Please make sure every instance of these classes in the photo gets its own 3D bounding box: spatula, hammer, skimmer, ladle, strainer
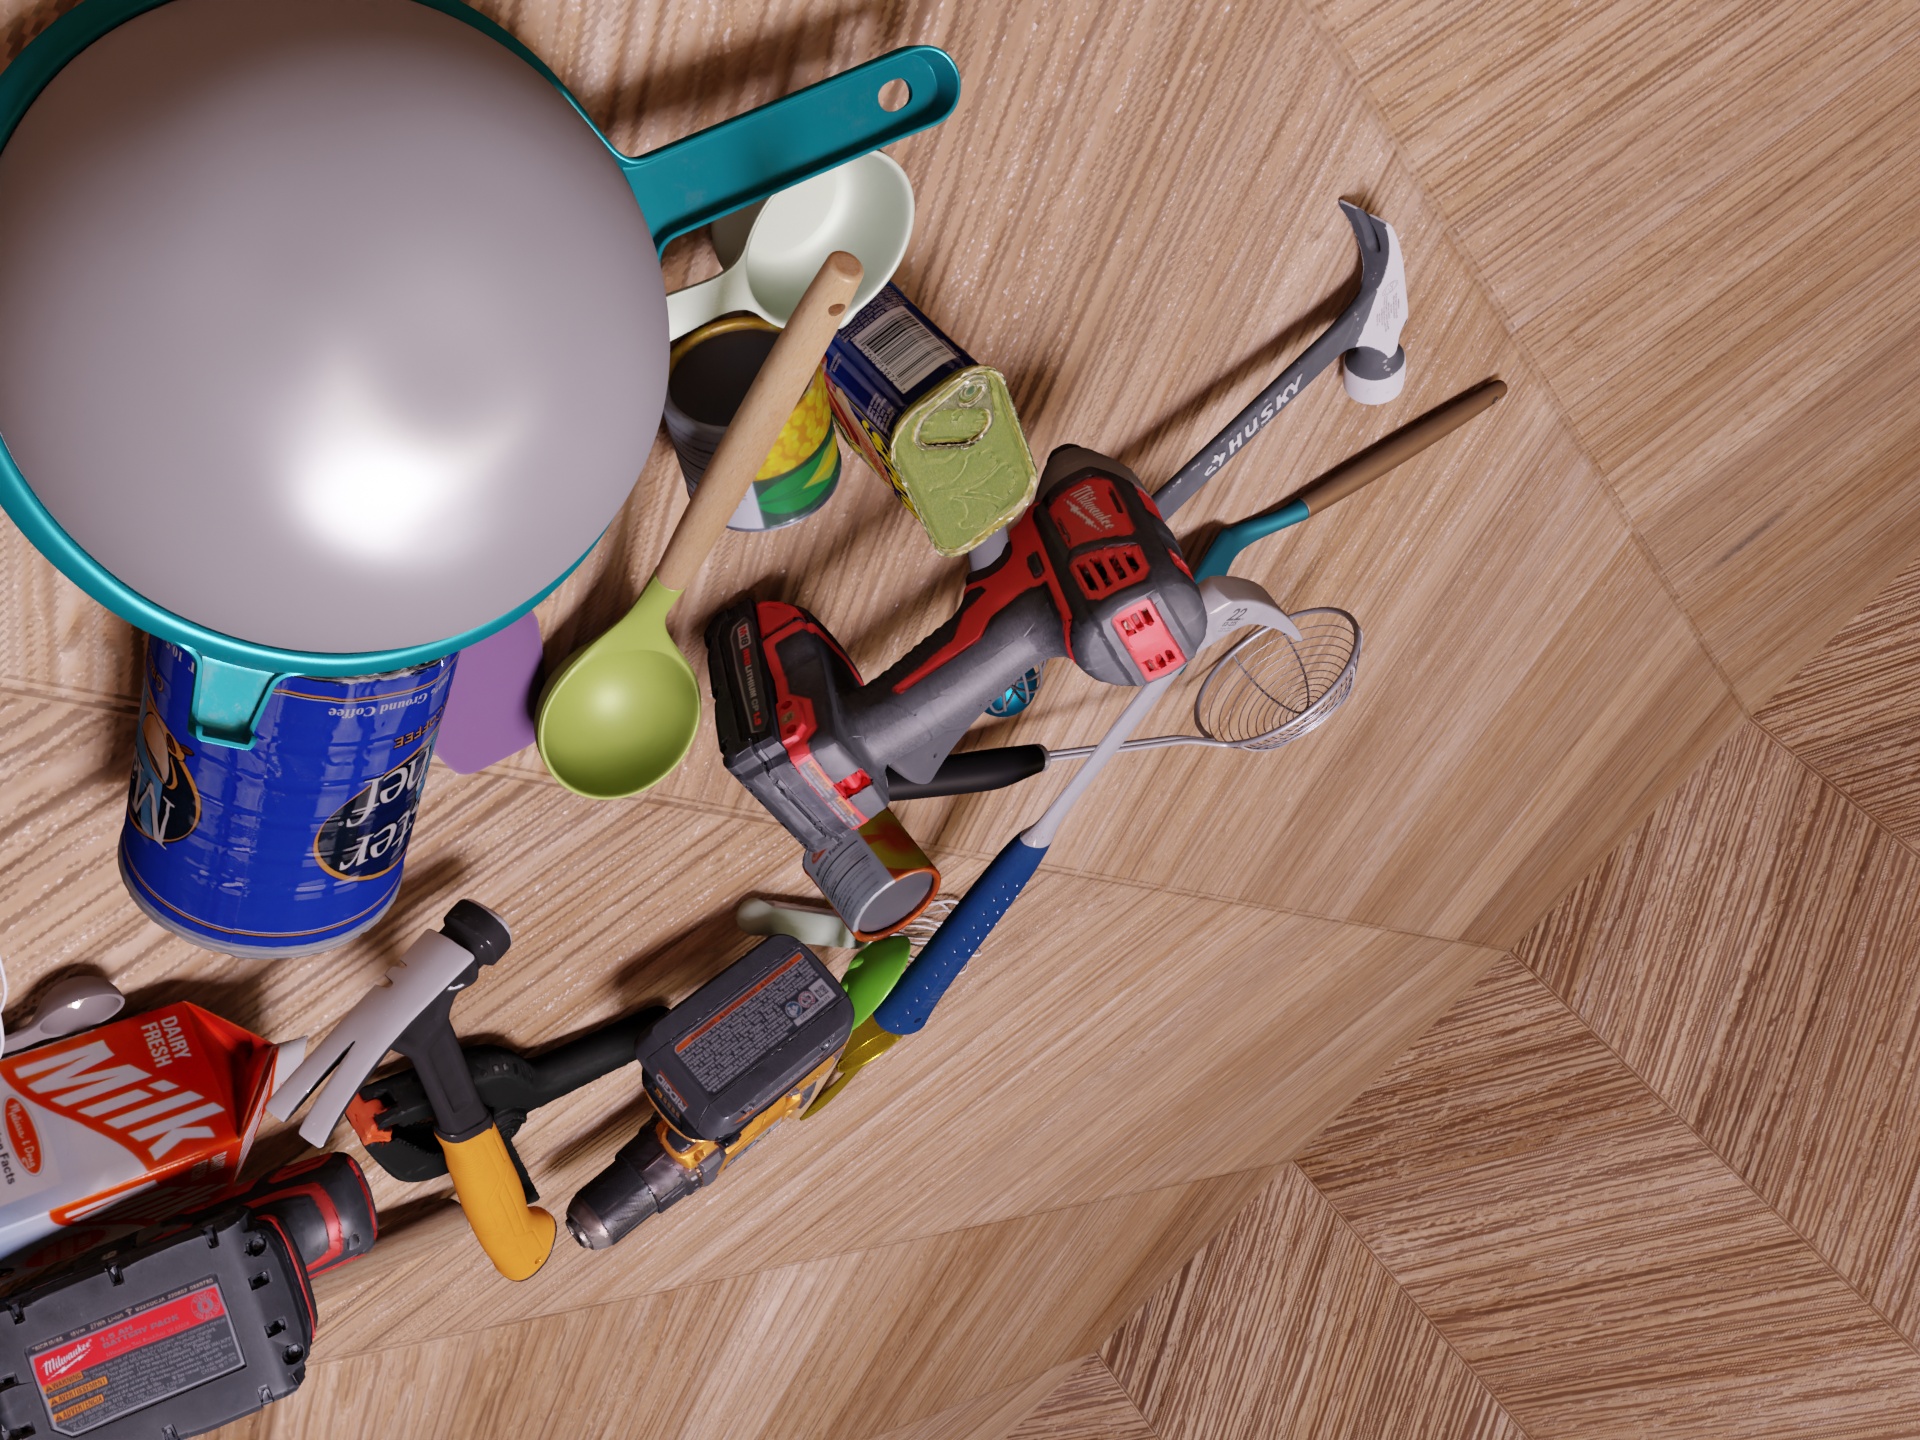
[{"bbox_3d":[0.248,-0.142,1.033,0.317,0.044,0.082,-32,146,-18],"label":"spatula"},{"bbox_3d":[-0.263,0.230,0.840,0.127,0.034,0.336,-52,160,-34],"label":"hammer"},{"bbox_3d":[0.100,-0.013,1.020,0.363,0.127,0.090,-8,101,-28],"label":"skimmer"},{"bbox_3d":[0.056,0.064,0.964,0.144,0.035,0.405,-9,144,-44],"label":"hammer"},{"bbox_3d":[-0.102,-0.061,0.625,0.078,0.062,0.320,-9,157,-33],"label":"ladle"},{"bbox_3d":[0.105,-0.114,0.846,0.409,0.036,0.149,-44,150,-15],"label":"hammer"},{"bbox_3d":[-0.191,-0.083,0.616,0.060,0.018,0.315,-30,151,-32],"label":"spatula"},{"bbox_3d":[-0.114,-0.138,0.475,0.340,0.095,0.210,-33,122,-24],"label":"strainer"},{"bbox_3d":[-0.415,0.334,0.863,0.130,0.031,0.331,-15,179,37],"label":"hammer"}]

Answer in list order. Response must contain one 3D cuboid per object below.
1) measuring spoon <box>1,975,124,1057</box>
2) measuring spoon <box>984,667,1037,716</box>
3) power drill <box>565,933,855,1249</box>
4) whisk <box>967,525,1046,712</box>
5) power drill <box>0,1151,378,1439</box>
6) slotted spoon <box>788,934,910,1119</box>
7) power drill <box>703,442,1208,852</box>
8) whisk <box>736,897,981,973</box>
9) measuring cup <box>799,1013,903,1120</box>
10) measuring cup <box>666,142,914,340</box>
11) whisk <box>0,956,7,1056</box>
[{"bbox_3d":[-0.413,0.135,0.658,0.124,0.018,0.034,-23,161,-18],"label":"measuring spoon"},{"bbox_3d":[-0.002,-0.003,0.946,0.128,0.021,0.042,-22,146,-34],"label":"measuring spoon"},{"bbox_3d":[-0.161,0.240,0.988,0.185,0.084,0.226,-35,165,-30],"label":"power drill"},{"bbox_3d":[0.013,-0.082,0.837,0.055,0.055,0.238,-33,146,-15],"label":"whisk"},{"bbox_3d":[-0.377,0.272,0.736,0.188,0.080,0.227,-19,179,-16],"label":"power drill"},{"bbox_3d":[-0.088,0.223,1.094,0.070,0.031,0.313,-62,180,-35],"label":"slotted spoon"},{"bbox_3d":[-0.004,-0.044,0.738,0.219,0.143,0.078,-27,134,11],"label":"power drill"},{"bbox_3d":[-0.062,0.139,1.055,0.246,0.058,0.059,19,82,-54],"label":"whisk"},{"bbox_3d":[-0.095,0.261,1.207,0.062,0.029,0.156,-15,154,-41],"label":"measuring cup"},{"bbox_3d":[-0.096,-0.169,0.593,0.167,0.038,0.083,-30,149,-16],"label":"measuring cup"},{"bbox_3d":[-0.356,0.029,0.540,0.070,0.070,0.284,-8,132,-45],"label":"whisk"}]
